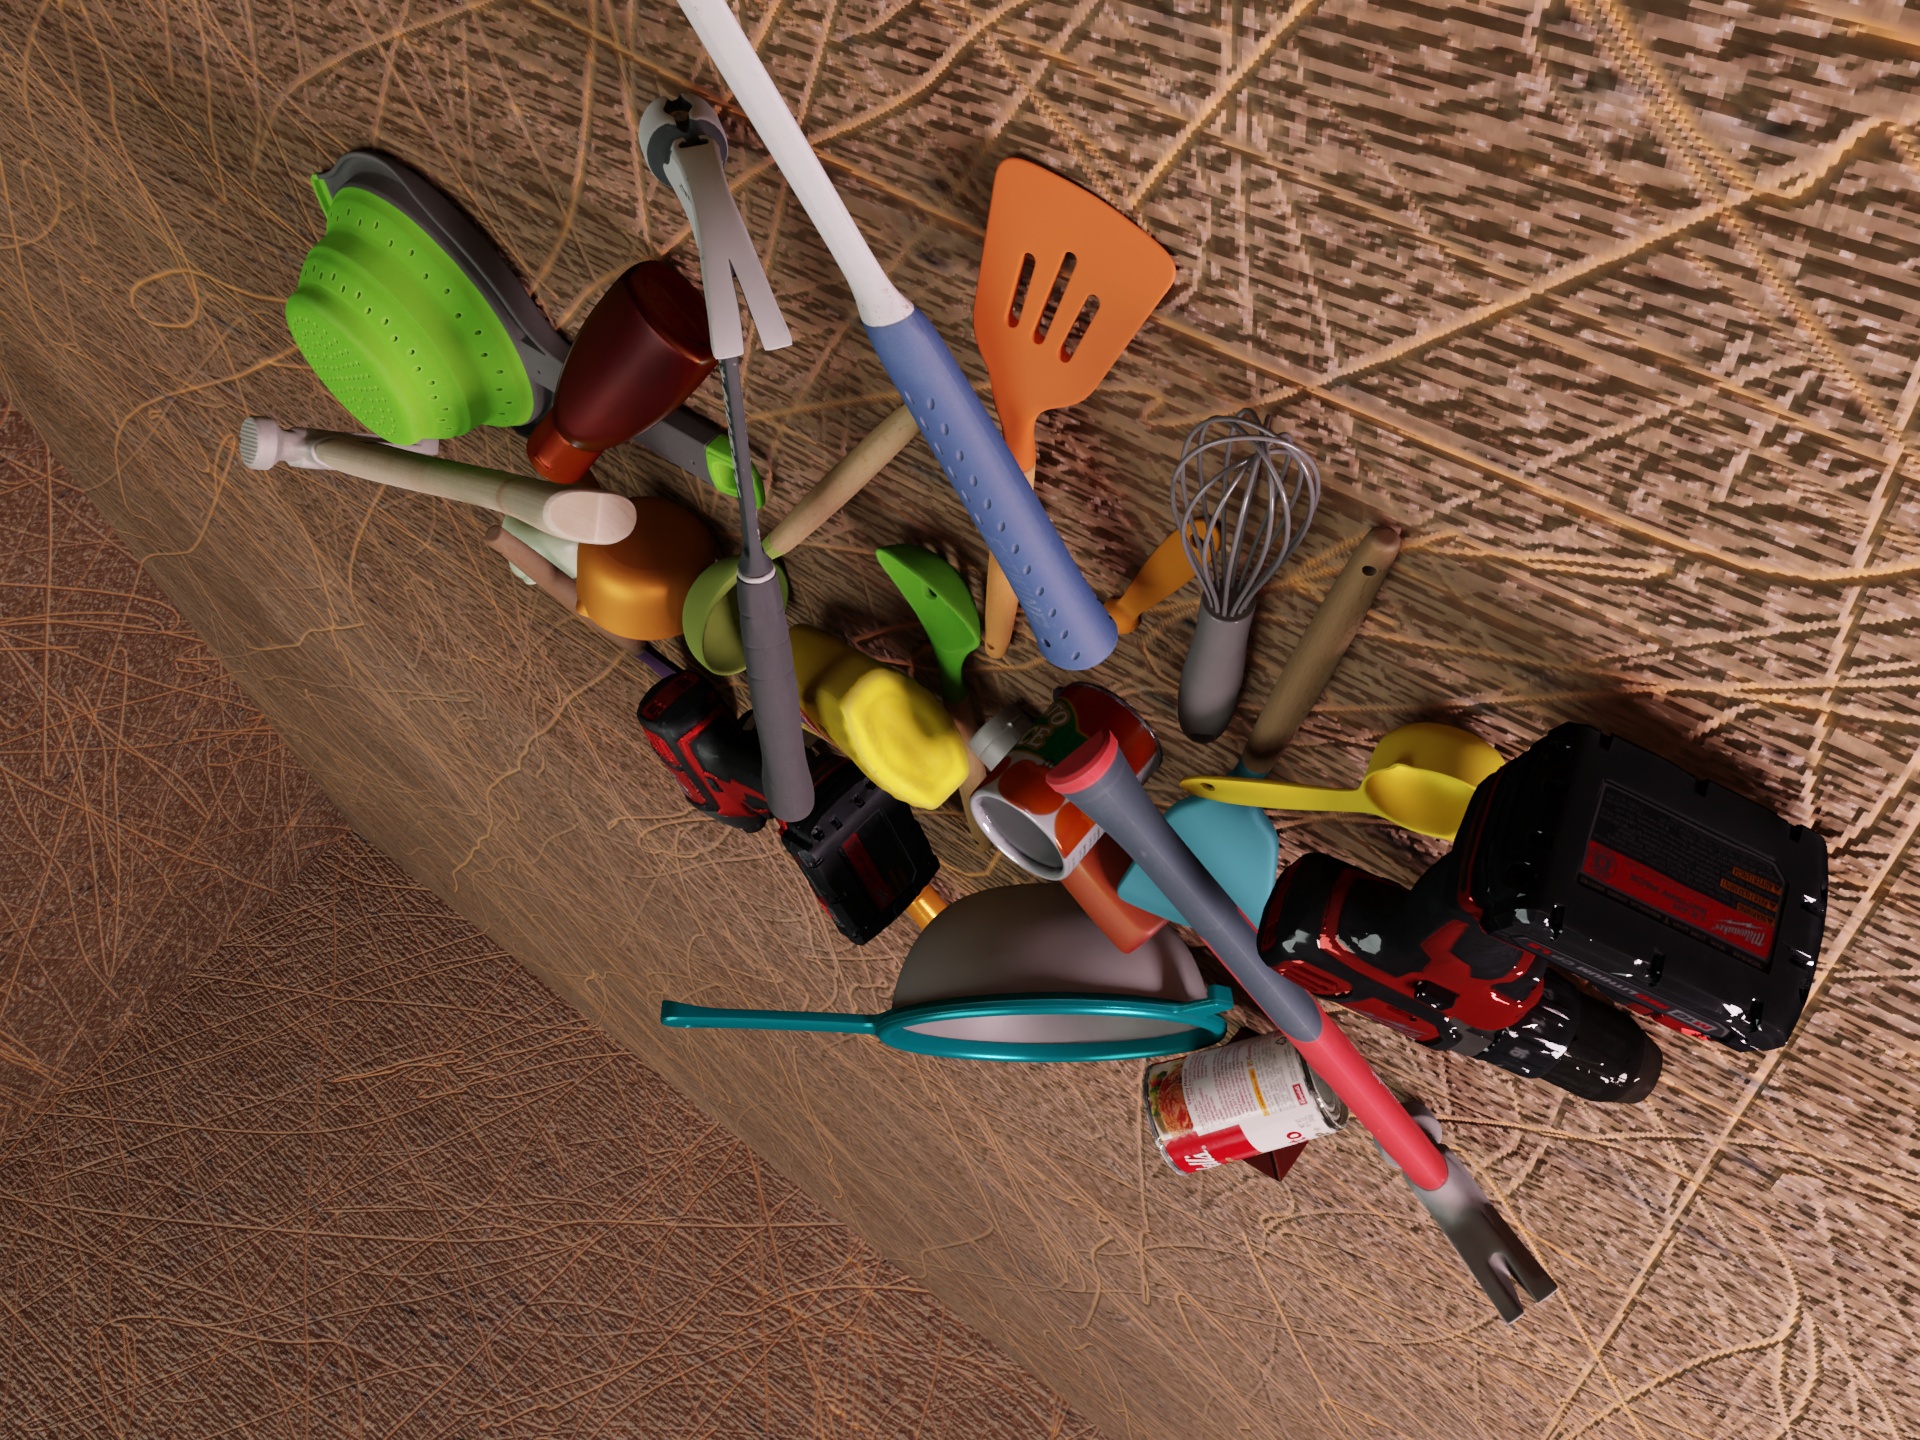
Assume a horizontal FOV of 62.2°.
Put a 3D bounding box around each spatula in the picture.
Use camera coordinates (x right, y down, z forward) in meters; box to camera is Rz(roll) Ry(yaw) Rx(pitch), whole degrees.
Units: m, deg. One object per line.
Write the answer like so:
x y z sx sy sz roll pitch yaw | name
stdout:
0.141 0.016 0.722 0.082 0.044 0.317 19 151 5 | spatula
0.031 -0.110 0.714 0.081 0.041 0.322 36 160 13 | spatula
-0.237 -0.061 1.114 0.060 0.018 0.315 28 171 26 | spatula

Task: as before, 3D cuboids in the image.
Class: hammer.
0.169 0.149 0.783 0.386 0.038 0.143 48 -174 -28 | hammer
-0.029 -0.158 0.588 0.144 0.035 0.405 19 154 43 | hammer
-0.101 -0.084 0.789 0.408 0.036 0.149 89 163 -49 | hammer
-0.332 -0.161 1.061 0.411 0.146 0.038 18 104 44 | hammer
-0.037 0.121 1.191 0.336 0.034 0.127 53 156 -21 | hammer

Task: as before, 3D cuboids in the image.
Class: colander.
-0.287 -0.202 0.963 0.397 0.094 0.204 32 154 24 | colander

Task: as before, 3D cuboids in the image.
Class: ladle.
-0.080 -0.098 0.868 0.062 0.078 0.320 50 149 -7 | ladle

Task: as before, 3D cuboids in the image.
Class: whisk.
0.109 -0.048 0.664 0.055 0.055 0.238 34 159 19 | whisk

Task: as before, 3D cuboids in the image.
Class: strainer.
-0.010 0.148 0.972 0.340 0.095 0.211 2 161 0 | strainer

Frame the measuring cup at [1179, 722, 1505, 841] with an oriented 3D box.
0.162 0.023 0.689 0.156 0.029 0.062 2 147 46 | measuring cup

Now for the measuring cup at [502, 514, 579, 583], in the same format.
-0.236 -0.123 1.072 0.168 0.083 0.038 11 133 25 | measuring cup

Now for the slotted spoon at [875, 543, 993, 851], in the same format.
-0.001 -0.003 0.937 0.070 0.031 0.313 38 159 27 | slotted spoon

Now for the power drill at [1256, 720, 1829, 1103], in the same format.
0.241 0.096 0.638 0.188 0.080 0.226 26 159 -3 | power drill

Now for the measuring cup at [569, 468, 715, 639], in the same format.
-0.220 -0.131 1.021 0.174 0.095 0.052 55 151 24 | measuring cup

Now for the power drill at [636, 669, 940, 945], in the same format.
-0.122 0.057 1.080 0.220 0.078 0.143 27 153 42 | power drill

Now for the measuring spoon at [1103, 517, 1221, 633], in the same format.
0.088 -0.062 0.713 0.021 0.011 0.117 43 156 0 | measuring spoon
